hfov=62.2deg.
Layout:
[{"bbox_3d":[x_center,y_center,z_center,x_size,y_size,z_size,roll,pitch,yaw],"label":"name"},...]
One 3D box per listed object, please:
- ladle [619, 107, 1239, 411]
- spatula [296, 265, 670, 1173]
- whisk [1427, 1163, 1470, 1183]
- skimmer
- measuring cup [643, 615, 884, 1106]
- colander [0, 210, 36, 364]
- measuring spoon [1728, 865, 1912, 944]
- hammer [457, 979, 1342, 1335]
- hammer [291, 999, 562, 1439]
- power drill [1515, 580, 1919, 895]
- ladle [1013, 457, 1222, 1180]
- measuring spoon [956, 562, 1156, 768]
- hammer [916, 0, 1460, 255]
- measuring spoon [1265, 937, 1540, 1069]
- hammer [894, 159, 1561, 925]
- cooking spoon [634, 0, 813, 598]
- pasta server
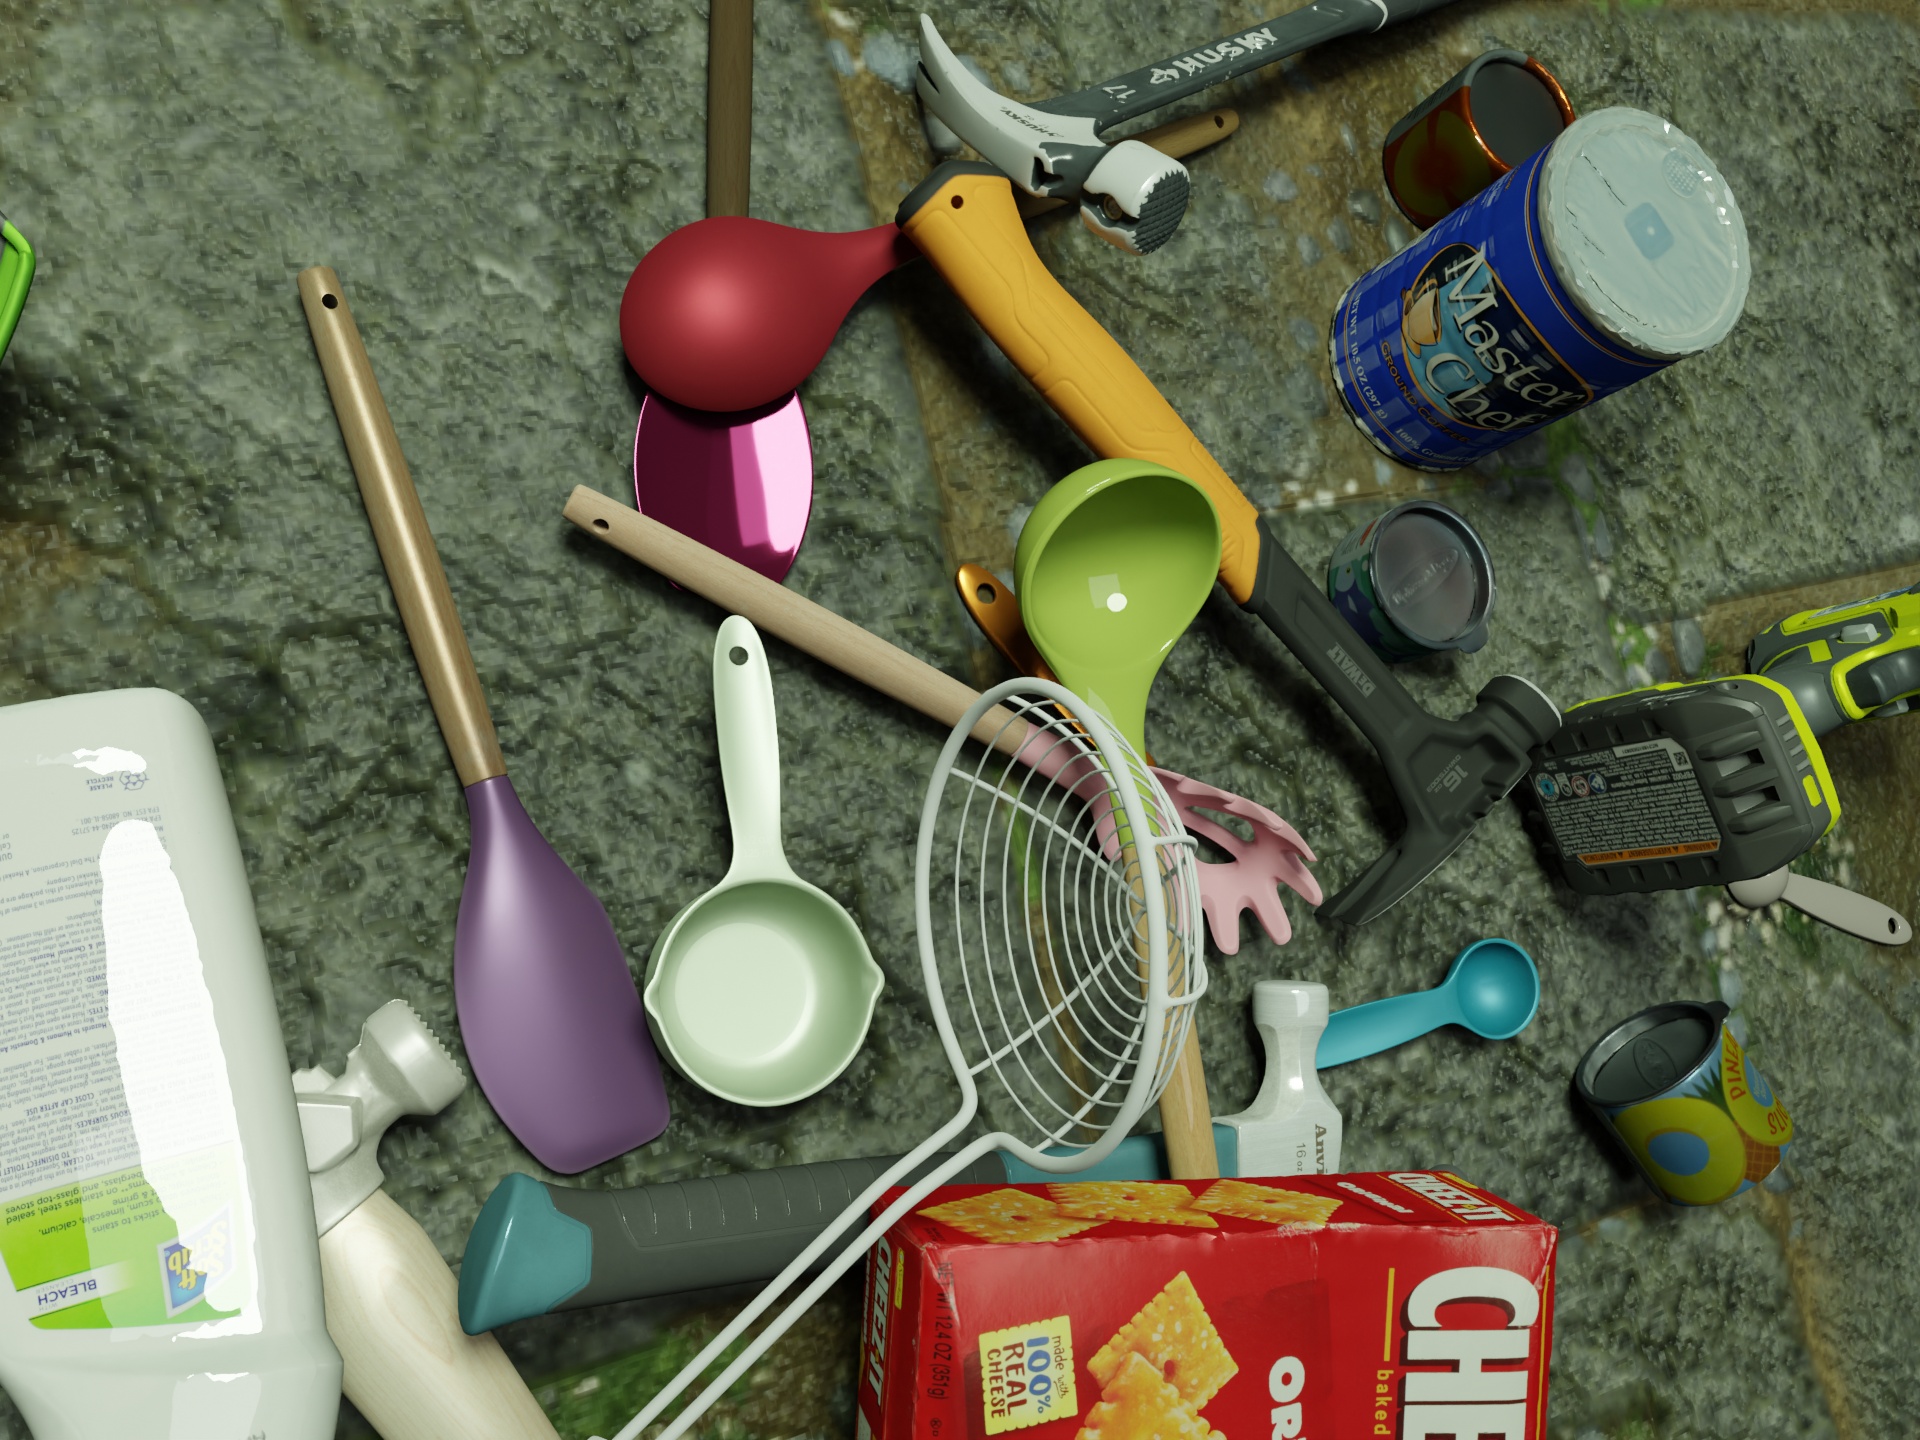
[{"bbox_3d":[0.006,-0.200,0.634,0.315,0.031,0.069,-31,99,-31],"label":"ladle"},{"bbox_3d":[-0.169,-0.003,0.533,0.059,0.018,0.316,-17,87,-31],"label":"spatula"},{"bbox_3d":[0.156,0.304,0.590,0.070,0.070,0.285,26,66,-16],"label":"whisk"},{"bbox_3d":[-0.071,0.148,0.421,0.363,0.127,0.090,-46,127,0],"label":"skimmer"},{"bbox_3d":[-0.075,0.048,0.553,0.083,0.038,0.168,-1,78,-23],"label":"measuring cup"},{"bbox_3d":[-0.449,-0.173,0.383,0.397,0.094,0.204,27,91,-8],"label":"colander"},{"bbox_3d":[0.418,0.085,0.764,0.124,0.018,0.034,20,72,-19],"label":"measuring spoon"},{"bbox_3d":[0.000,0.160,0.540,0.330,0.033,0.128,2,84,-30],"label":"hammer"},{"bbox_3d":[-0.109,0.292,0.489,0.146,0.038,0.410,-38,95,-23],"label":"hammer"},{"bbox_3d":[0.367,-0.006,0.680,0.223,0.171,0.080,-23,89,-22],"label":"power drill"},{"bbox_3d":[0.072,0.069,0.547,0.078,0.062,0.320,-7,86,-24],"label":"ladle"},{"bbox_3d":[0.039,-0.017,0.628,0.021,0.011,0.117,-44,98,-24],"label":"measuring spoon"},{"bbox_3d":[0.156,-0.310,0.704,0.409,0.036,0.149,-33,58,-31],"label":"hammer"},{"bbox_3d":[0.181,0.122,0.661,0.128,0.021,0.042,-13,89,-16],"label":"measuring spoon"},{"bbox_3d":[0.092,-0.073,0.620,0.127,0.034,0.336,-45,102,-9],"label":"hammer"},{"bbox_3d":[-0.089,-0.200,0.608,0.068,0.017,0.319,5,78,-26],"label":"cooking spoon"},{"bbox_3d":[-0.001,-0.002,0.586,0.316,0.040,0.060,28,115,-17],"label":"pasta server"}]
